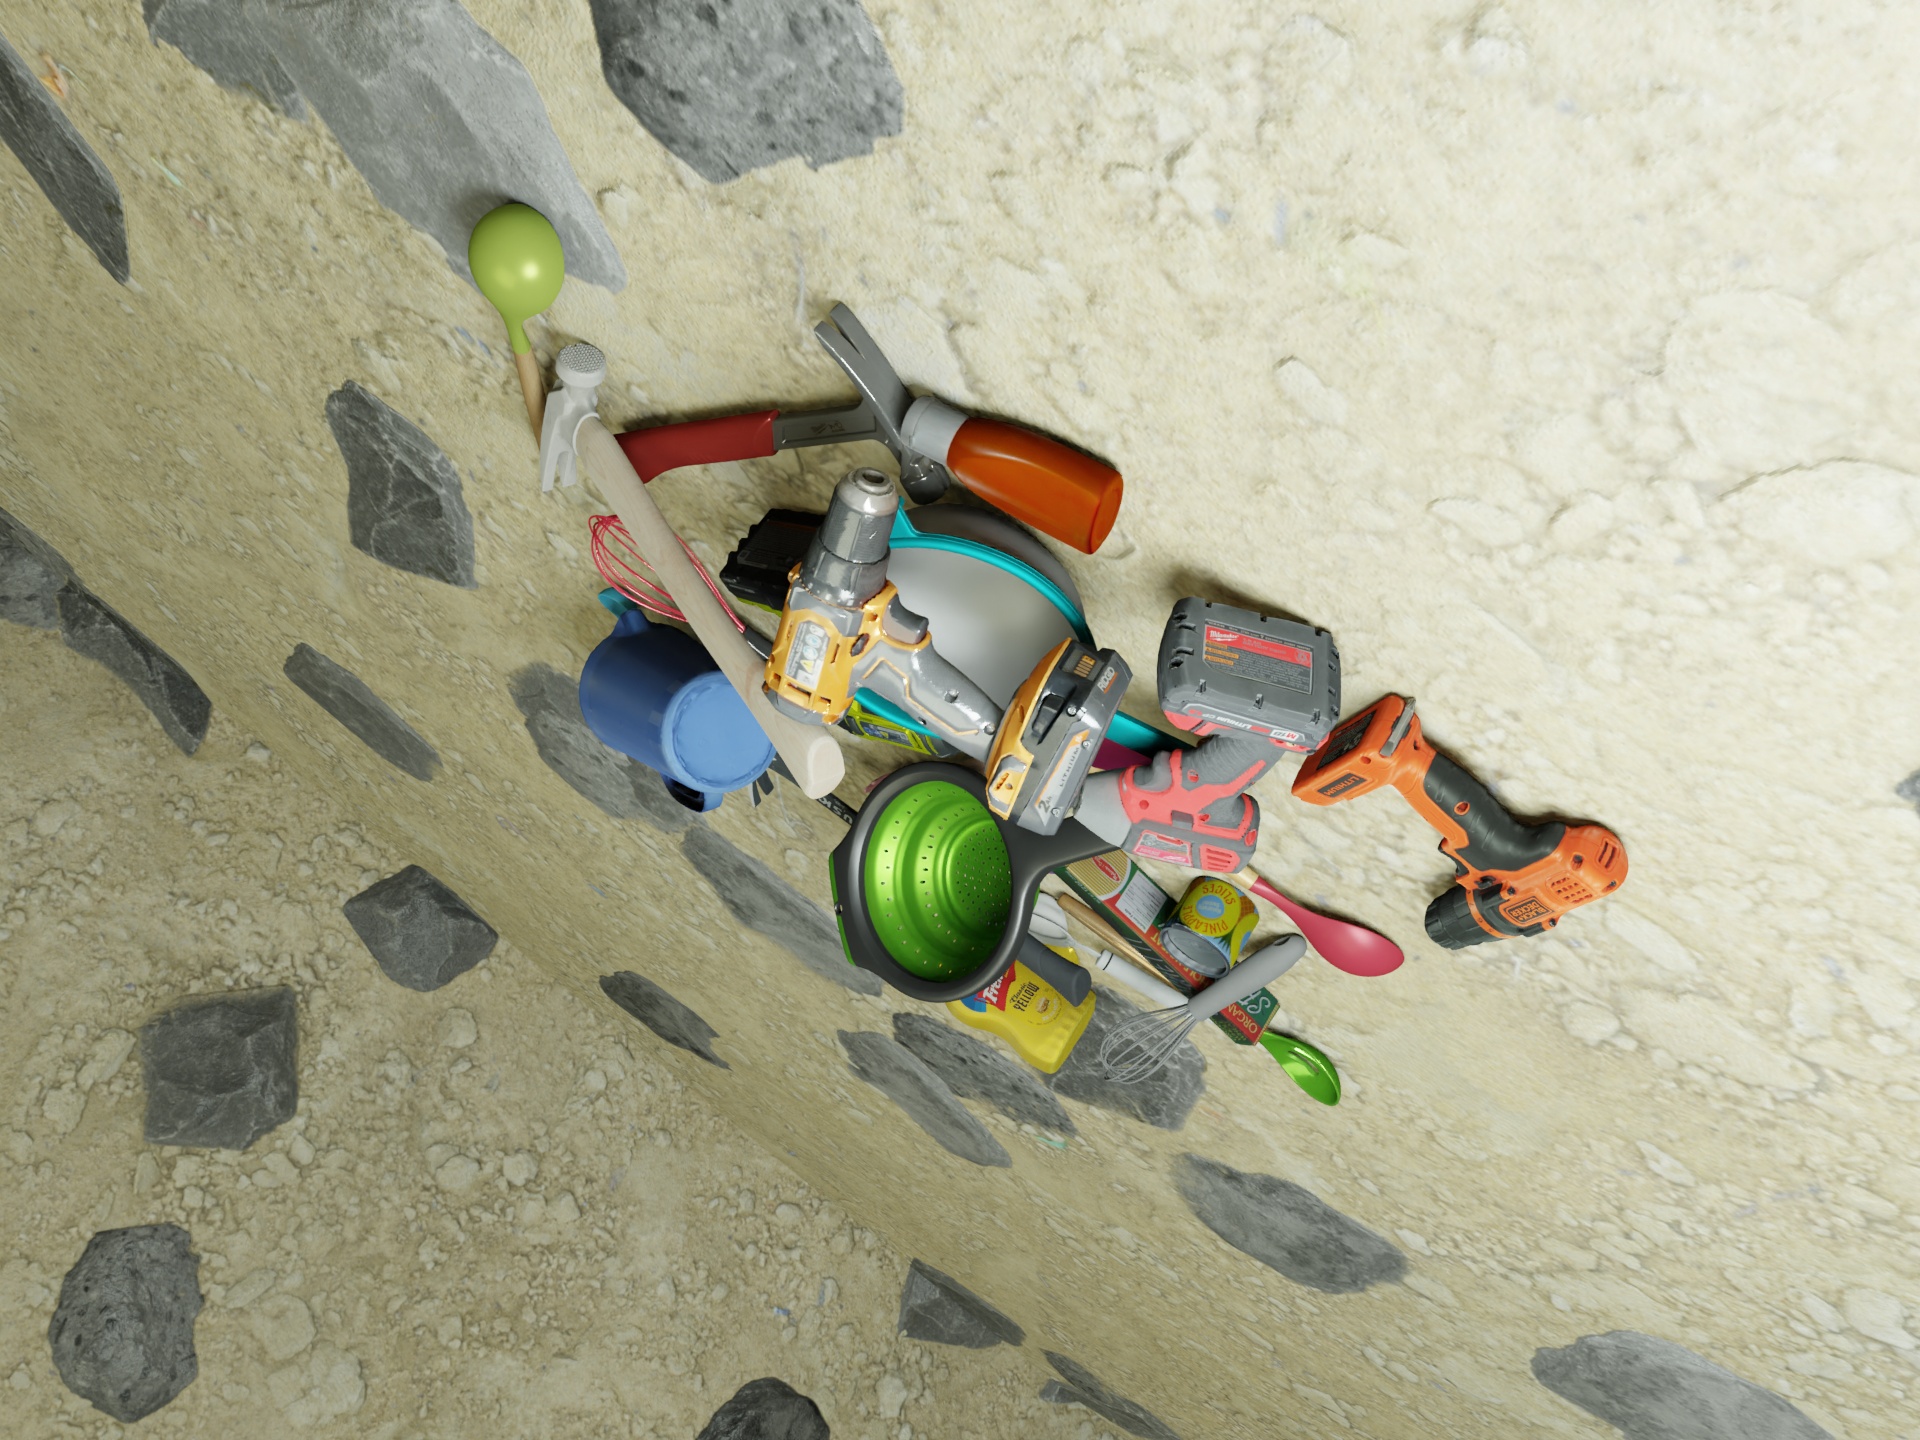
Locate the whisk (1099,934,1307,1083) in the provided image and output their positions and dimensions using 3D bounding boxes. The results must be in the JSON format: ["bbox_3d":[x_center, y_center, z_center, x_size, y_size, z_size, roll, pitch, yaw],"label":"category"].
[{"bbox_3d":[0.207,0.248,1.374,0.055,0.055,0.239,43,121,-11],"label":"whisk"}]

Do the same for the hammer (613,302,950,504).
[{"bbox_3d":[-0.166,-0.219,1.186,0.359,0.037,0.149,5,139,46],"label":"hammer"}]

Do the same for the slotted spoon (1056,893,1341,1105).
[{"bbox_3d":[0.222,0.254,1.482,0.314,0.031,0.070,34,153,10],"label":"slotted spoon"}]

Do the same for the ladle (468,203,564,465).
[{"bbox_3d":[-0.341,-0.294,1.281,0.078,0.062,0.320,39,160,8],"label":"ladle"}]

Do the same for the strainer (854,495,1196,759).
[{"bbox_3d":[0.057,-0.055,1.134,0.340,0.095,0.211,26,143,-13],"label":"strainer"}]

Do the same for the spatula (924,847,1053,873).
[{"bbox_3d":[0.015,0.130,1.540,0.316,0.018,0.059,-8,128,53],"label":"spatula"}]

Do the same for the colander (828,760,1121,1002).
[{"bbox_3d":[0.062,0.115,1.332,0.397,0.205,0.094,-21,165,37],"label":"colander"}]

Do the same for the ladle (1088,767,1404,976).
[{"bbox_3d":[0.214,0.113,1.273,0.315,0.031,0.069,36,153,6],"label":"ladle"}]

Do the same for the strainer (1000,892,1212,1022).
[{"bbox_3d":[0.131,0.224,1.529,0.258,0.050,0.087,30,160,0],"label":"strainer"}]

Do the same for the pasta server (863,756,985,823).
[{"bbox_3d":[0.006,0.046,1.399,0.060,0.040,0.316,51,150,-10],"label":"pasta server"}]

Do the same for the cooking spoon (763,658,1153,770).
[{"bbox_3d":[-0.002,-0.004,1.246,0.319,0.017,0.068,14,150,2],"label":"cooking spoon"}]

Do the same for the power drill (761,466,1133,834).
[{"bbox_3d":[-0.008,-0.046,1.012,0.226,0.084,0.185,26,128,7],"label":"power drill"}]

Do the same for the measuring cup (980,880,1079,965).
[{"bbox_3d":[0.058,0.210,1.601,0.156,0.029,0.062,46,152,-20],"label":"measuring cup"}]

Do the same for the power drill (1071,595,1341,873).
[{"bbox_3d":[0.155,0.021,1.065,0.143,0.079,0.219,14,143,-4],"label":"power drill"}]

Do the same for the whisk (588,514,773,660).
[{"bbox_3d":[-0.213,-0.088,1.429,0.295,0.073,0.073,38,154,-16],"label":"whisk"}]

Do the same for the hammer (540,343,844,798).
[{"bbox_3d":[-0.213,-0.100,1.219,0.411,0.038,0.146,54,143,22],"label":"hammer"}]

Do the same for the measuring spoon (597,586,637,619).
[{"bbox_3d":[-0.324,-0.097,1.592,0.042,0.021,0.128,24,159,23],"label":"measuring spoon"}]

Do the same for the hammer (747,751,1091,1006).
[{"bbox_3d":[-0.047,0.136,1.500,0.409,0.036,0.149,36,147,11],"label":"hammer"}]

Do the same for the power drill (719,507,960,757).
[{"bbox_3d":[-0.099,-0.065,1.307,0.171,0.080,0.223,14,149,36],"label":"power drill"}]

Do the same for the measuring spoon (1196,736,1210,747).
[{"bbox_3d":[0.189,0.044,1.212,0.021,0.011,0.116,25,154,20],"label":"measuring spoon"}]
